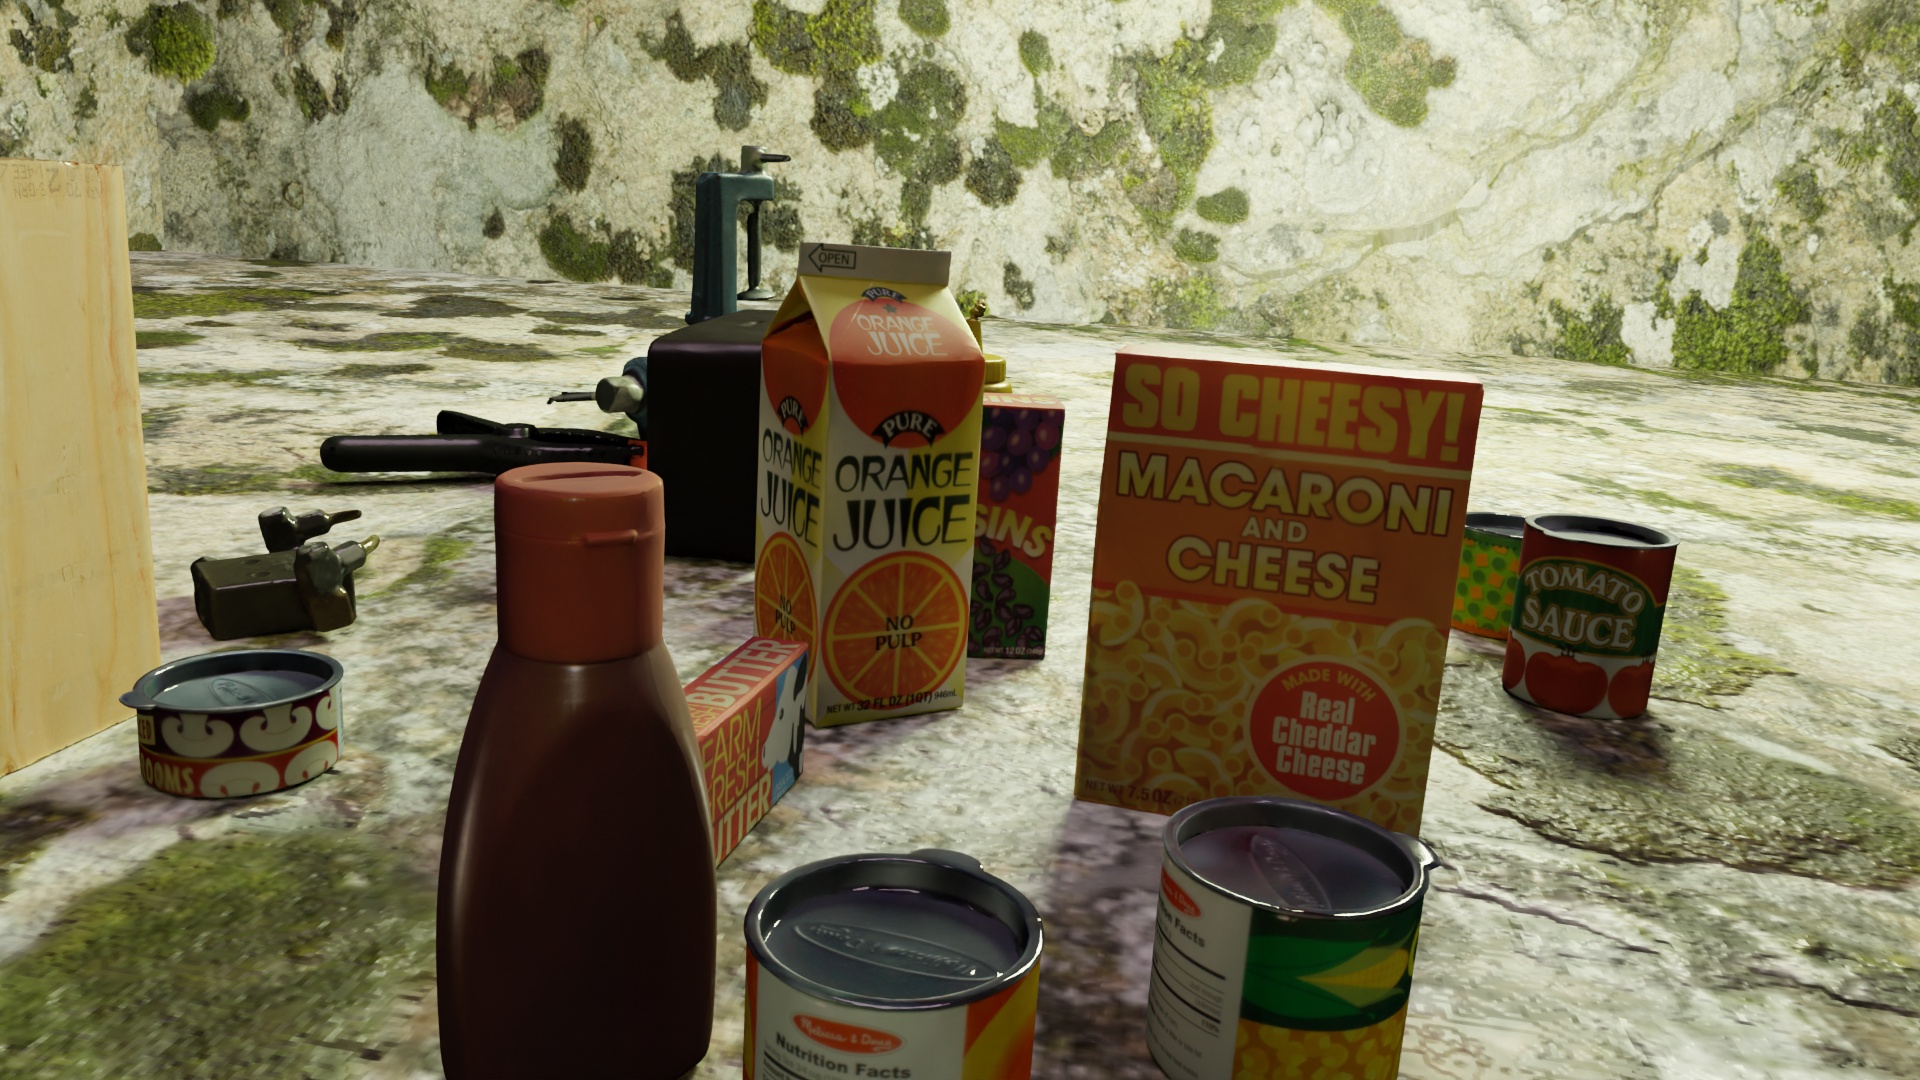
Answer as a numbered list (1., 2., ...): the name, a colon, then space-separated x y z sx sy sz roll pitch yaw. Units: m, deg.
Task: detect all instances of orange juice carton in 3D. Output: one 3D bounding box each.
1. orange juice carton: -0.040 -0.027 0.585 0.072 0.192 0.073 -4 15 -30

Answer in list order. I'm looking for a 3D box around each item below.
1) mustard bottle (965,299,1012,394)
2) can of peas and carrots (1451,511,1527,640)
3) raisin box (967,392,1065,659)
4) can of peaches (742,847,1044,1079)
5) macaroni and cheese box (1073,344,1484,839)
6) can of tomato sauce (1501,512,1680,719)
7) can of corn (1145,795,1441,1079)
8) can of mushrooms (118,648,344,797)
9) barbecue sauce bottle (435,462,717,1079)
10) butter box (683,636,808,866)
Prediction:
1. mustard bottle: 0.001 -0.053 0.770 0.065 0.159 0.049 7 14 12
2. can of peas and carrots: 0.304 0.019 0.768 0.071 0.058 0.071 4 14 -1
3. raisin box: 0.002 -0.008 0.666 0.086 0.123 0.040 2 13 -6
4. can of peaches: -0.015 0.111 0.315 0.071 0.058 0.071 4 14 -1
5. macaroni and cheese box: 0.110 0.019 0.495 0.124 0.166 0.040 7 14 14
6. can of tomato sauce: 0.294 0.035 0.654 0.071 0.083 0.071 4 14 -1
7. can of corn: 0.085 0.106 0.359 0.071 0.058 0.071 4 14 -1
8. can of mushrooms: -0.257 0.064 0.492 0.071 0.033 0.071 4 14 -1
9. barbecue sauce bottle: -0.088 0.058 0.323 0.065 0.148 0.044 -6 16 -34
10. butter box: -0.079 0.072 0.466 0.024 0.053 0.104 7 14 13
